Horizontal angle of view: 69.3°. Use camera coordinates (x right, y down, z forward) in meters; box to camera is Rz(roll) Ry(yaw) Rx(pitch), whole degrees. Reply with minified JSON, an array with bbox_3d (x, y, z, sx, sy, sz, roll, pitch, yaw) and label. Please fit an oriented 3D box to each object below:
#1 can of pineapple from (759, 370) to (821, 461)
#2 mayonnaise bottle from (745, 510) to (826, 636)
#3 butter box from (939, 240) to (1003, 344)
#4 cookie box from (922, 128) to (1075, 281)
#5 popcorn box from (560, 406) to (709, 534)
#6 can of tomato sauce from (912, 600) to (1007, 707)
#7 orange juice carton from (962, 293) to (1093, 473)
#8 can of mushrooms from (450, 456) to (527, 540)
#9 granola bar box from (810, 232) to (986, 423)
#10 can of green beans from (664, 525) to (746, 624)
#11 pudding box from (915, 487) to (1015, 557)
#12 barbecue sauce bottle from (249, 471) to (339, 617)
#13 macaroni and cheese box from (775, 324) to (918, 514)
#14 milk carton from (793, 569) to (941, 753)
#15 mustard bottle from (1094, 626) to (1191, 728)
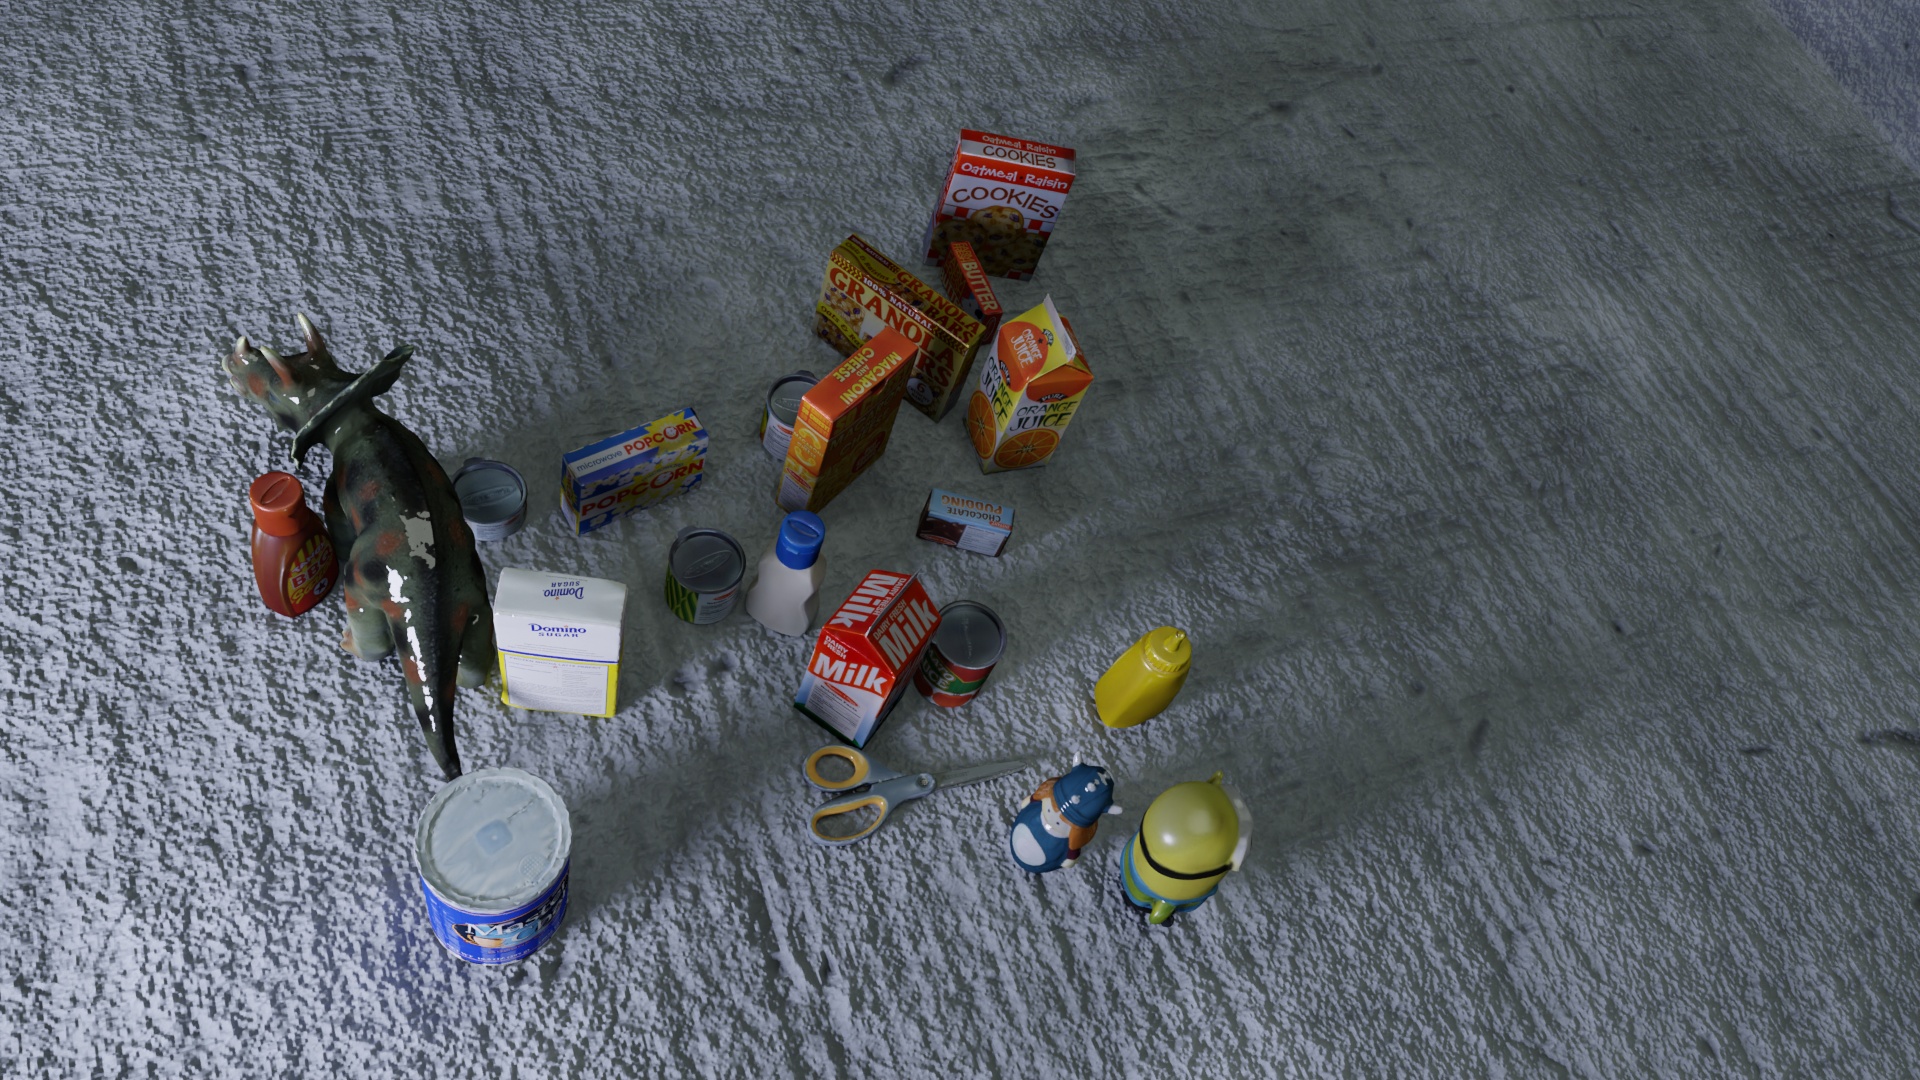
[{"bbox_3d":[-0.155,-0.118,1.329,0.071,0.057,0.071,8,57,-12],"label":"can of pineapple"},{"bbox_3d":[-0.144,0.028,1.185,0.065,0.147,0.041,26,55,0],"label":"mayonnaise bottle"},{"bbox_3d":[0.010,-0.263,1.475,0.024,0.052,0.104,-12,63,-23],"label":"butter box"},{"bbox_3d":[0.039,-0.353,1.471,0.123,0.166,0.040,7,57,-13],"label":"cookie box"},{"bbox_3d":[-0.290,-0.062,1.235,0.127,0.084,0.038,-26,69,-29],"label":"popcorn box"},{"bbox_3d":[-0.004,0.101,1.220,0.071,0.082,0.071,8,57,-12],"label":"can of tomato sauce"},{"bbox_3d":[0.068,-0.149,1.335,0.073,0.191,0.072,-9,62,-22],"label":"orange juice carton"},{"bbox_3d":[-0.414,-0.037,1.213,0.071,0.033,0.071,8,57,-12],"label":"can of mushrooms"},{"bbox_3d":[-0.063,-0.209,1.375,0.165,0.123,0.039,37,56,8],"label":"granola bar box"},{"bbox_3d":[-0.224,0.032,1.213,0.071,0.057,0.071,8,57,-12],"label":"can of green beans"},{"bbox_3d":[0.005,-0.017,1.318,0.084,0.049,0.030,14,56,-8],"label":"pudding box"},{"bbox_3d":[-0.525,0.001,1.086,0.044,0.147,0.065,30,55,3],"label":"barbecue sauce bottle"},{"bbox_3d":[-0.104,-0.103,1.269,0.040,0.165,0.124,39,56,9],"label":"macaroni and cheese box"},{"bbox_3d":[-0.074,0.092,1.139,0.073,0.189,0.073,35,55,6],"label":"milk carton"},{"bbox_3d":[0.168,0.114,1.218,0.065,0.159,0.049,-9,62,-22],"label":"mustard bottle"}]
